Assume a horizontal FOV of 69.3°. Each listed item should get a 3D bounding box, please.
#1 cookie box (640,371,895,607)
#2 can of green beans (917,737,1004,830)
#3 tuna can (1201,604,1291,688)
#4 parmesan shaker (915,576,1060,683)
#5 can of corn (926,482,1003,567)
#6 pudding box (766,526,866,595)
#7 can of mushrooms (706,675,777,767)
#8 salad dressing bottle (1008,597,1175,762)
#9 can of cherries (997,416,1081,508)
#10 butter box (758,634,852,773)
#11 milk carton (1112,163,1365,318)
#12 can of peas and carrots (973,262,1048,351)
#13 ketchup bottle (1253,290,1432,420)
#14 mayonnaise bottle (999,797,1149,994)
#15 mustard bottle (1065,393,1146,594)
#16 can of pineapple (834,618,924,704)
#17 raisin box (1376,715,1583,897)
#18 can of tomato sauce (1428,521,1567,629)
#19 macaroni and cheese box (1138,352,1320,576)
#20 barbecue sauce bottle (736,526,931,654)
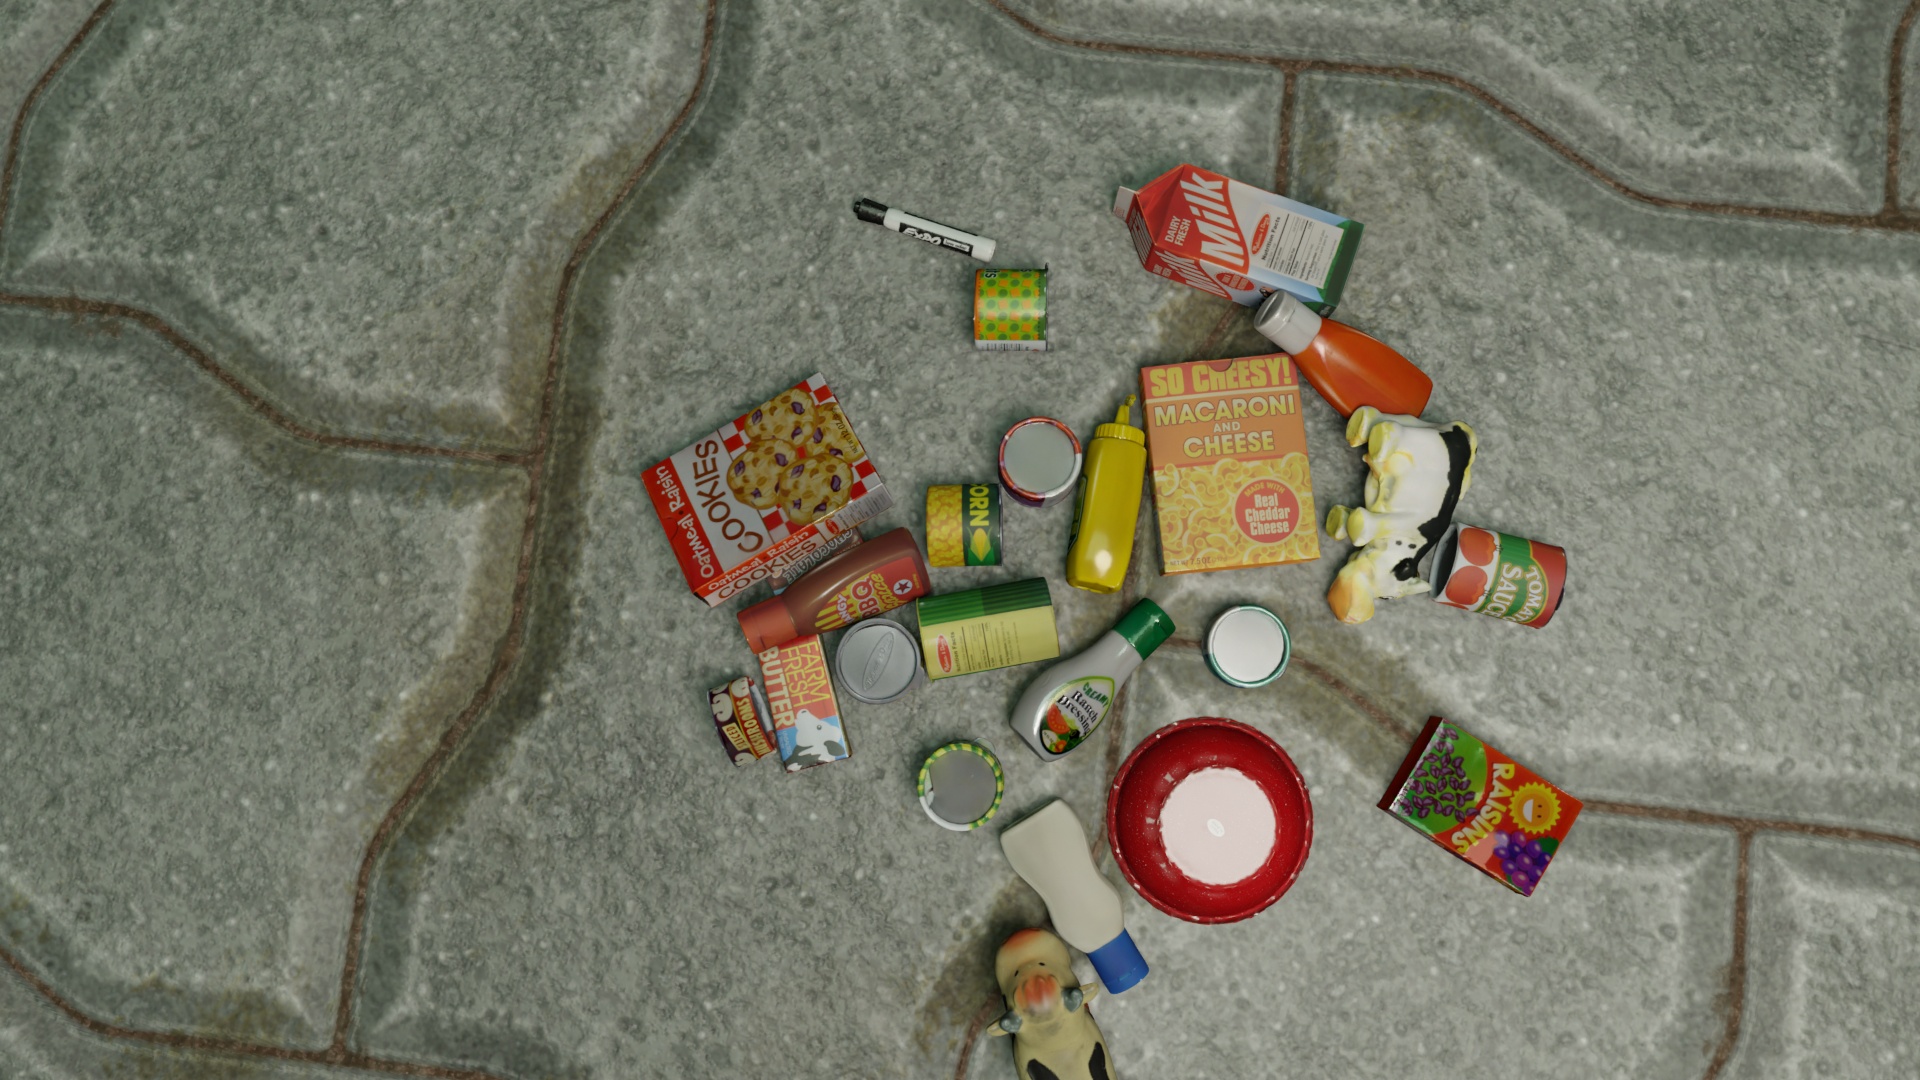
[{"bbox_3d":[-0.154,-0.041,1.095,0.167,0.040,0.123,-30,62,-1],"label":"cookie box"},{"bbox_3d":[0.001,0.188,1.074,0.071,0.058,0.071,0,84,2],"label":"can of green beans"},{"bbox_3d":[0.227,0.085,1.091,0.071,0.033,0.071,0,84,3],"label":"tuna can"},{"bbox_3d":[0.022,0.071,1.085,0.103,0.071,0.071,-10,84,0],"label":"parmesan shaker"},{"bbox_3d":[0.004,-0.014,1.091,0.058,0.071,0.071,-1,84,3],"label":"can of corn"},{"bbox_3d":[-0.120,0.007,1.113,0.084,0.030,0.049,-28,84,-1],"label":"pudding box"},{"bbox_3d":[-0.169,0.141,1.080,0.033,0.071,0.071,-20,84,-2],"label":"can of mushrooms"},{"bbox_3d":[0.104,0.107,1.084,0.148,0.044,0.064,-44,118,-8],"label":"salad dressing bottle"},{"bbox_3d":[0.060,-0.063,1.100,0.071,0.058,0.071,0,84,2],"label":"can of cherries"},{"bbox_3d":[-0.124,0.128,1.103,0.053,0.024,0.103,-15,84,0],"label":"butter box"},{"bbox_3d":[0.213,-0.240,1.108,0.191,0.072,0.073,20,84,3],"label":"milk carton"},{"bbox_3d":[0.041,-0.187,1.111,0.059,0.071,0.071,0,84,3],"label":"can of peas and carrots"},{"bbox_3d":[0.296,-0.139,1.083,0.149,0.043,0.065,33,87,-17],"label":"ketchup bottle"},{"bbox_3d":[0.091,0.276,1.071,0.065,0.041,0.148,-31,85,0],"label":"mayonnaise bottle"},{"bbox_3d":[0.118,-0.040,1.096,0.049,0.065,0.160,11,78,-2],"label":"mustard bottle"},{"bbox_3d":[-0.061,0.096,1.087,0.071,0.058,0.071,0,84,2],"label":"can of pineapple"},{"bbox_3d":[0.399,0.204,1.069,0.123,0.040,0.086,32,85,6],"label":"raisin box"},{"bbox_3d":[0.414,0.027,1.072,0.083,0.071,0.071,15,85,4],"label":"can of tomato sauce"},{"bbox_3d":[0.212,-0.061,1.104,0.124,0.040,0.166,-6,84,1],"label":"macaroni and cheese box"},{"bbox_3d":[-0.099,0.043,1.085,0.149,0.064,0.044,-23,47,-8],"label":"barbecue sauce bottle"}]
